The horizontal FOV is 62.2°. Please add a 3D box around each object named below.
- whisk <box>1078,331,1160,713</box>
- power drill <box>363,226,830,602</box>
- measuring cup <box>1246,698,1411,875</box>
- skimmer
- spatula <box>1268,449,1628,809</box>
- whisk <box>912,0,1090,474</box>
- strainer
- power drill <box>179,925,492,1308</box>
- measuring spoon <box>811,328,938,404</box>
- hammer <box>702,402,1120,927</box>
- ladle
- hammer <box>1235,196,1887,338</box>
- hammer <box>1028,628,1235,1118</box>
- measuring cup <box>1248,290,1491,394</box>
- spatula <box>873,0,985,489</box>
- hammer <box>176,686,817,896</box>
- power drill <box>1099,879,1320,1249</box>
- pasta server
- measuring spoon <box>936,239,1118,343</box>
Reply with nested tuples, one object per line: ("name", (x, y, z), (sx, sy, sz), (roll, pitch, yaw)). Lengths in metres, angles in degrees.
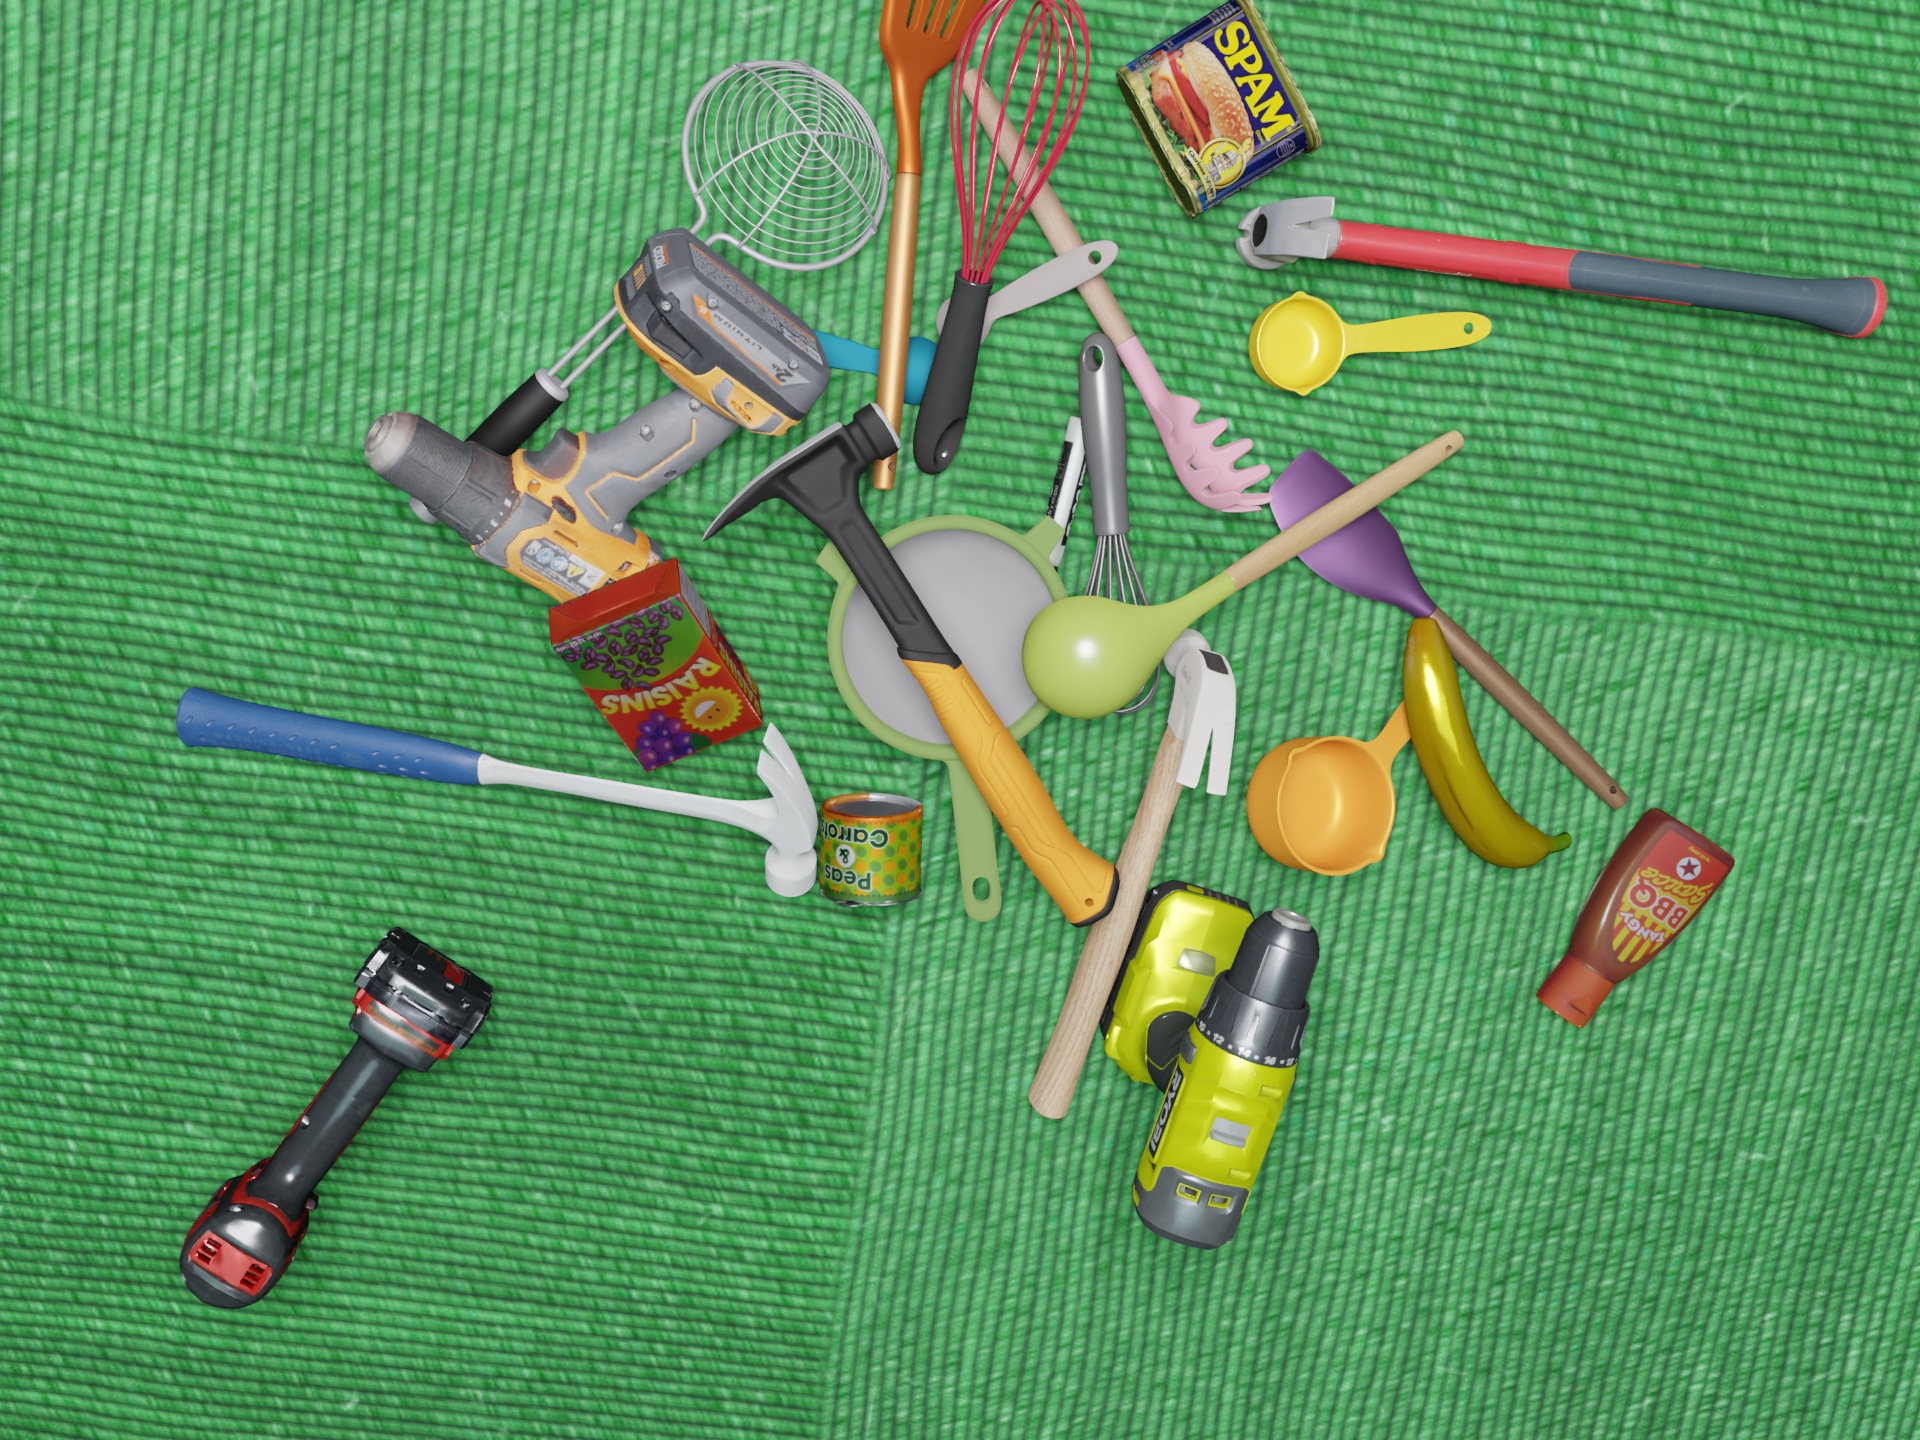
("whisk", (0.091, -0.118, 0.985), (0.055, 0.055, 0.239), (-5, 104, 0))
("power drill", (-0.210, -0.173, 0.915), (0.226, 0.084, 0.185), (-43, 129, 20))
("measuring cup", (0.253, 0.024, 1.028), (0.095, 0.052, 0.173), (48, 72, -15))
("skimmer", (-0.199, -0.250, 0.972), (0.363, 0.090, 0.127), (-39, 104, 17))
("spatula", (0.317, -0.050, 1.023), (0.316, 0.018, 0.060), (42, 84, -8))
("whisk", (0.012, -0.274, 0.916), (0.073, 0.073, 0.295), (13, 125, -3))
("strainer", (-0.002, -0.003, 1.003), (0.151, 0.069, 0.256), (-8, 102, -4))
("power drill", (-0.397, 0.248, 1.012), (0.080, 0.188, 0.227), (36, 80, -11))
("measuring spoon", (-0.070, -0.225, 0.981), (0.128, 0.021, 0.042), (12, 101, -5))
("hammer", (-0.012, -0.013, 0.946), (0.127, 0.034, 0.336), (-33, 102, 0))
("ladle", (0.177, -0.099, 0.971), (0.320, 0.062, 0.078), (-32, 117, -15))
("hammer", (0.366, -0.264, 0.931), (0.386, 0.143, 0.038), (5, 104, -6))
("hammer", (0.106, 0.112, 1.015), (0.031, 0.130, 0.331), (15, 109, -9))
("measuring cup", (0.253, -0.238, 0.988), (0.156, 0.029, 0.062), (-8, 101, -11))
("spatula", (-0.028, -0.298, 0.941), (0.081, 0.041, 0.322), (-4, 103, -41))
("hammer", (-0.289, 0.028, 0.997), (0.405, 0.035, 0.144), (10, 142, 2))
("power drill", (0.150, 0.179, 0.958), (0.080, 0.228, 0.190), (17, 100, -4))
("pasta server", (0.092, -0.259, 0.970), (0.040, 0.060, 0.316), (-26, 99, 39))
("measuring spoon", (0.038, -0.258, 0.958), (0.124, 0.018, 0.034), (-20, 98, 25))
